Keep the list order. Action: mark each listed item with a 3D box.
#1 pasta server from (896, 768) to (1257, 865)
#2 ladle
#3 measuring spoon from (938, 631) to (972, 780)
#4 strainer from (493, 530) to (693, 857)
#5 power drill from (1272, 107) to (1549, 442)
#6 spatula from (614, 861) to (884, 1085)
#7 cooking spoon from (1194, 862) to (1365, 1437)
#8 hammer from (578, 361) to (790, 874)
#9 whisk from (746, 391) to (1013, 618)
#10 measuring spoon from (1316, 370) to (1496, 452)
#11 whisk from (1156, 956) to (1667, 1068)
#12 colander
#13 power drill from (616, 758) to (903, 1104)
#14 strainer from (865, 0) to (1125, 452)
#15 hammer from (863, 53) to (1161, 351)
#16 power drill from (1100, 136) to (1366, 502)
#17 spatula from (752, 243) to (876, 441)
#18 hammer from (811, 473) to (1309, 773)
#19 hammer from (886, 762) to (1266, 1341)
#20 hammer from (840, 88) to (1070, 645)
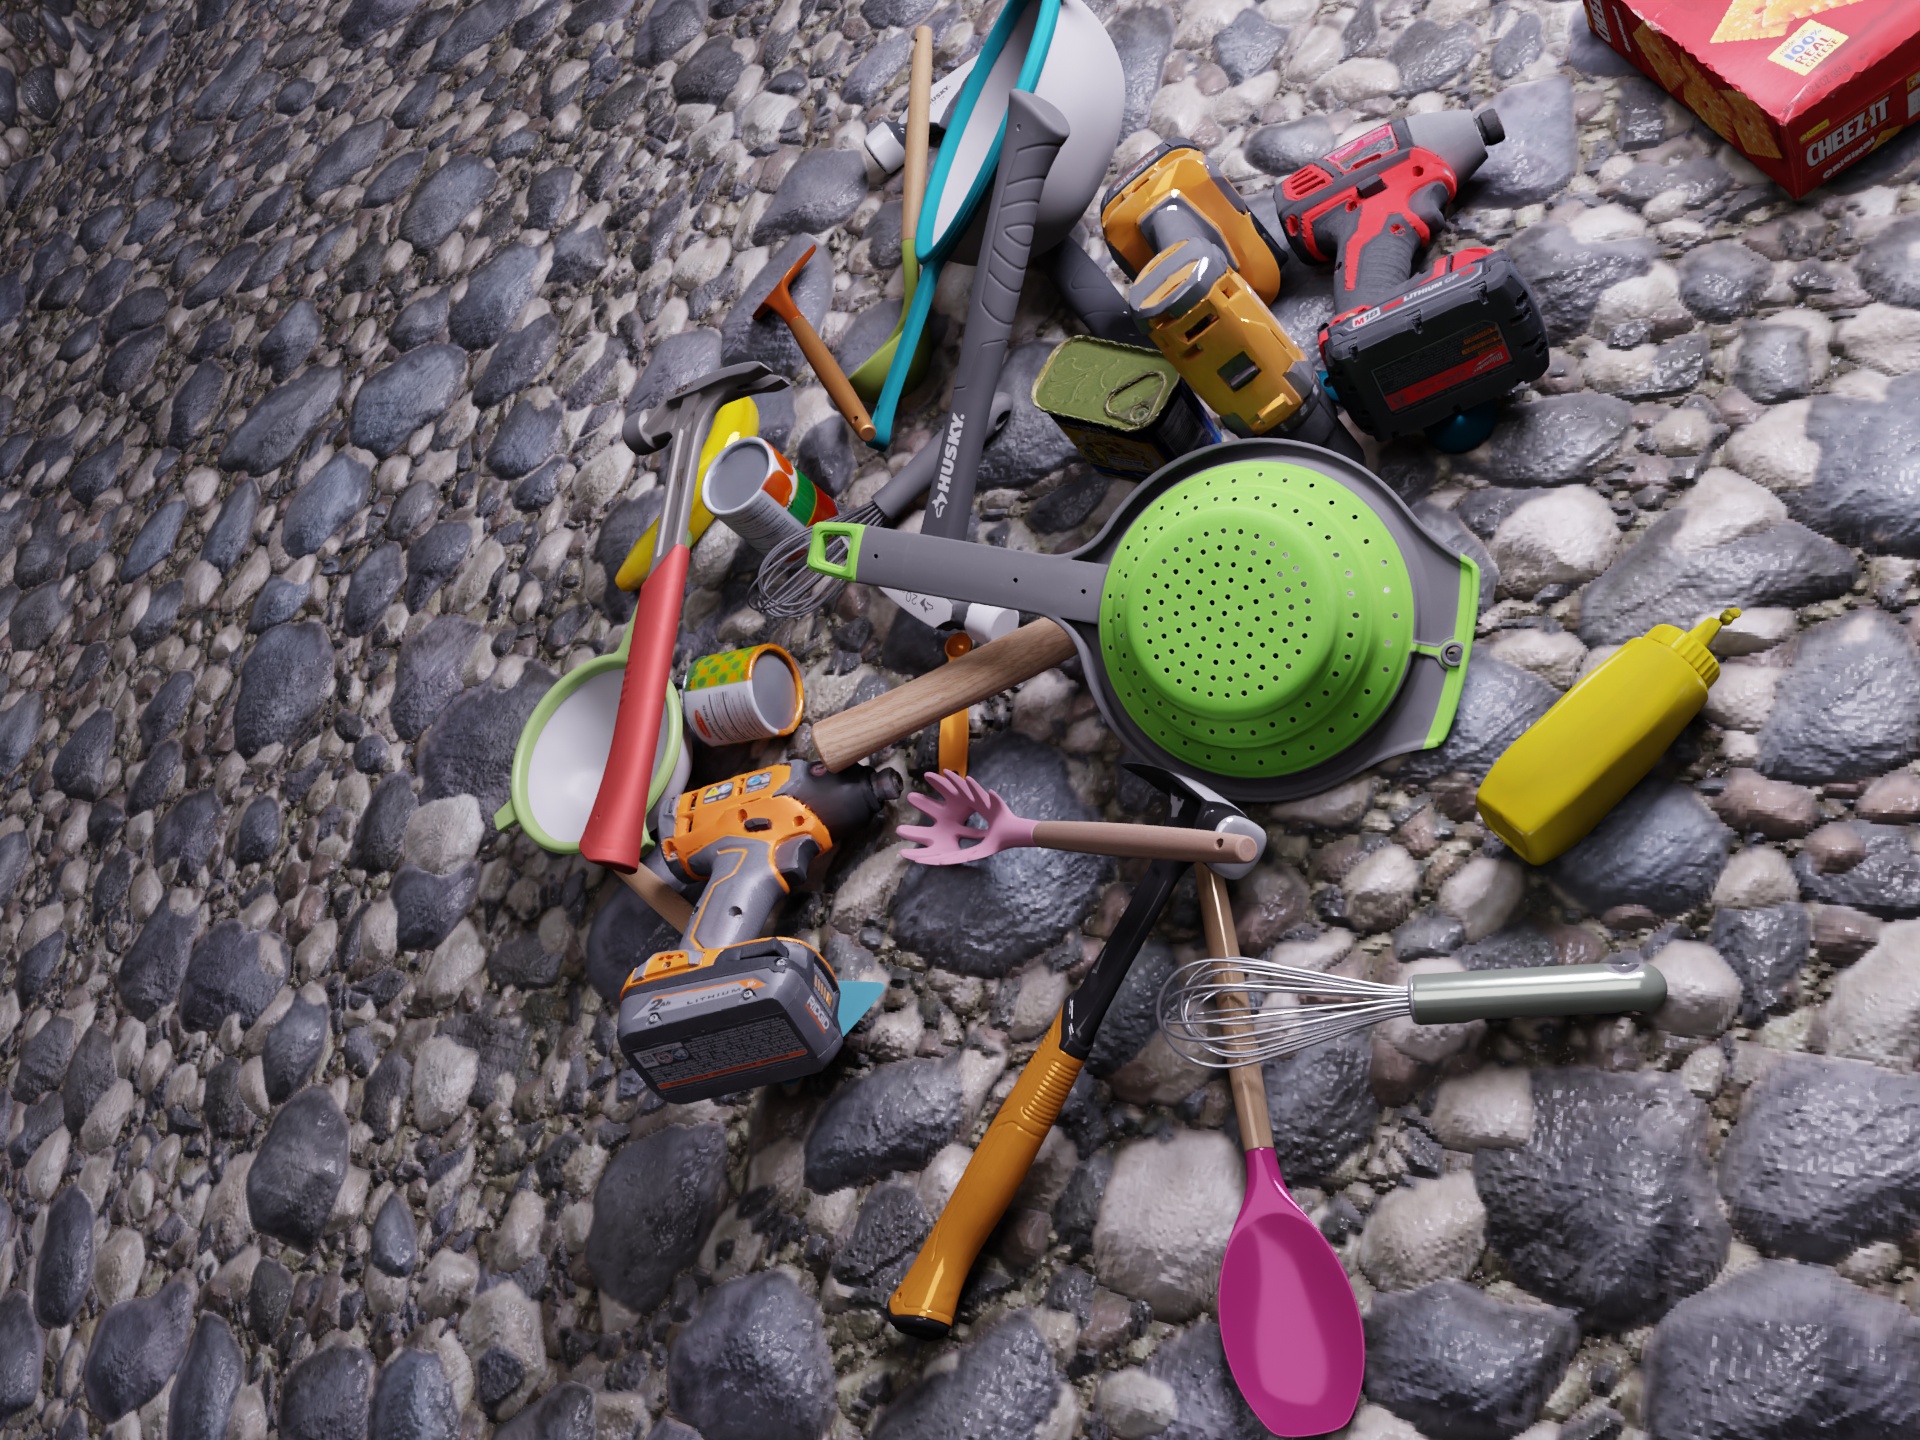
[{"bbox_3d":[0.053,0.062,0.876,0.316,0.040,0.060,-3,67,62],"label":"pasta server"},{"bbox_3d":[-0.047,-0.389,1.206,0.078,0.062,0.320,-20,63,59],"label":"ladle"},{"bbox_3d":[-0.002,-0.003,1.041,0.021,0.011,0.117,-9,65,24],"label":"measuring spoon"},{"bbox_3d":[-0.230,-0.016,1.154,0.151,0.069,0.256,5,70,33],"label":"strainer"},{"bbox_3d":[0.272,-0.281,0.952,0.143,0.078,0.220,-22,45,23],"label":"power drill"},{"bbox_3d":[-0.166,0.140,1.049,0.082,0.044,0.318,-45,46,-17],"label":"spatula"},{"bbox_3d":[0.151,0.199,0.827,0.069,0.017,0.319,-16,58,18],"label":"cooking spoon"},{"bbox_3d":[-0.201,-0.073,1.087,0.149,0.036,0.359,-11,64,38],"label":"hammer"},{"bbox_3d":[-0.057,-0.154,1.132,0.239,0.055,0.055,-40,51,4],"label":"whisk"},{"bbox_3d":[0.261,-0.196,0.959,0.129,0.021,0.042,29,84,40],"label":"measuring spoon"},{"bbox_3d":[0.217,0.140,0.788,0.246,0.058,0.059,-7,96,21],"label":"whisk"},{"bbox_3d":[0.077,-0.071,0.887,0.397,0.094,0.204,11,95,21],"label":"colander"},{"bbox_3d":[-0.116,0.111,0.974,0.164,0.084,0.227,-16,37,14],"label":"power drill"},{"bbox_3d":[0.030,-0.336,1.093,0.211,0.095,0.340,-145,74,-73],"label":"strainer"},{"bbox_3d":[0.057,-0.373,1.180,0.149,0.036,0.409,-36,52,11],"label":"hammer"},{"bbox_3d":[0.168,-0.242,0.968,0.084,0.185,0.226,-36,31,23],"label":"power drill"},{"bbox_3d":[-0.108,-0.282,1.193,0.081,0.041,0.323,-46,39,15],"label":"spatula"},{"bbox_3d":[0.060,-0.049,0.977,0.331,0.031,0.130,-26,58,9],"label":"hammer"},{"bbox_3d":[0.049,0.182,0.859,0.337,0.034,0.127,-62,20,5],"label":"hammer"},{"bbox_3d":[0.008,-0.225,1.014,0.146,0.035,0.334,28,115,36],"label":"hammer"}]
